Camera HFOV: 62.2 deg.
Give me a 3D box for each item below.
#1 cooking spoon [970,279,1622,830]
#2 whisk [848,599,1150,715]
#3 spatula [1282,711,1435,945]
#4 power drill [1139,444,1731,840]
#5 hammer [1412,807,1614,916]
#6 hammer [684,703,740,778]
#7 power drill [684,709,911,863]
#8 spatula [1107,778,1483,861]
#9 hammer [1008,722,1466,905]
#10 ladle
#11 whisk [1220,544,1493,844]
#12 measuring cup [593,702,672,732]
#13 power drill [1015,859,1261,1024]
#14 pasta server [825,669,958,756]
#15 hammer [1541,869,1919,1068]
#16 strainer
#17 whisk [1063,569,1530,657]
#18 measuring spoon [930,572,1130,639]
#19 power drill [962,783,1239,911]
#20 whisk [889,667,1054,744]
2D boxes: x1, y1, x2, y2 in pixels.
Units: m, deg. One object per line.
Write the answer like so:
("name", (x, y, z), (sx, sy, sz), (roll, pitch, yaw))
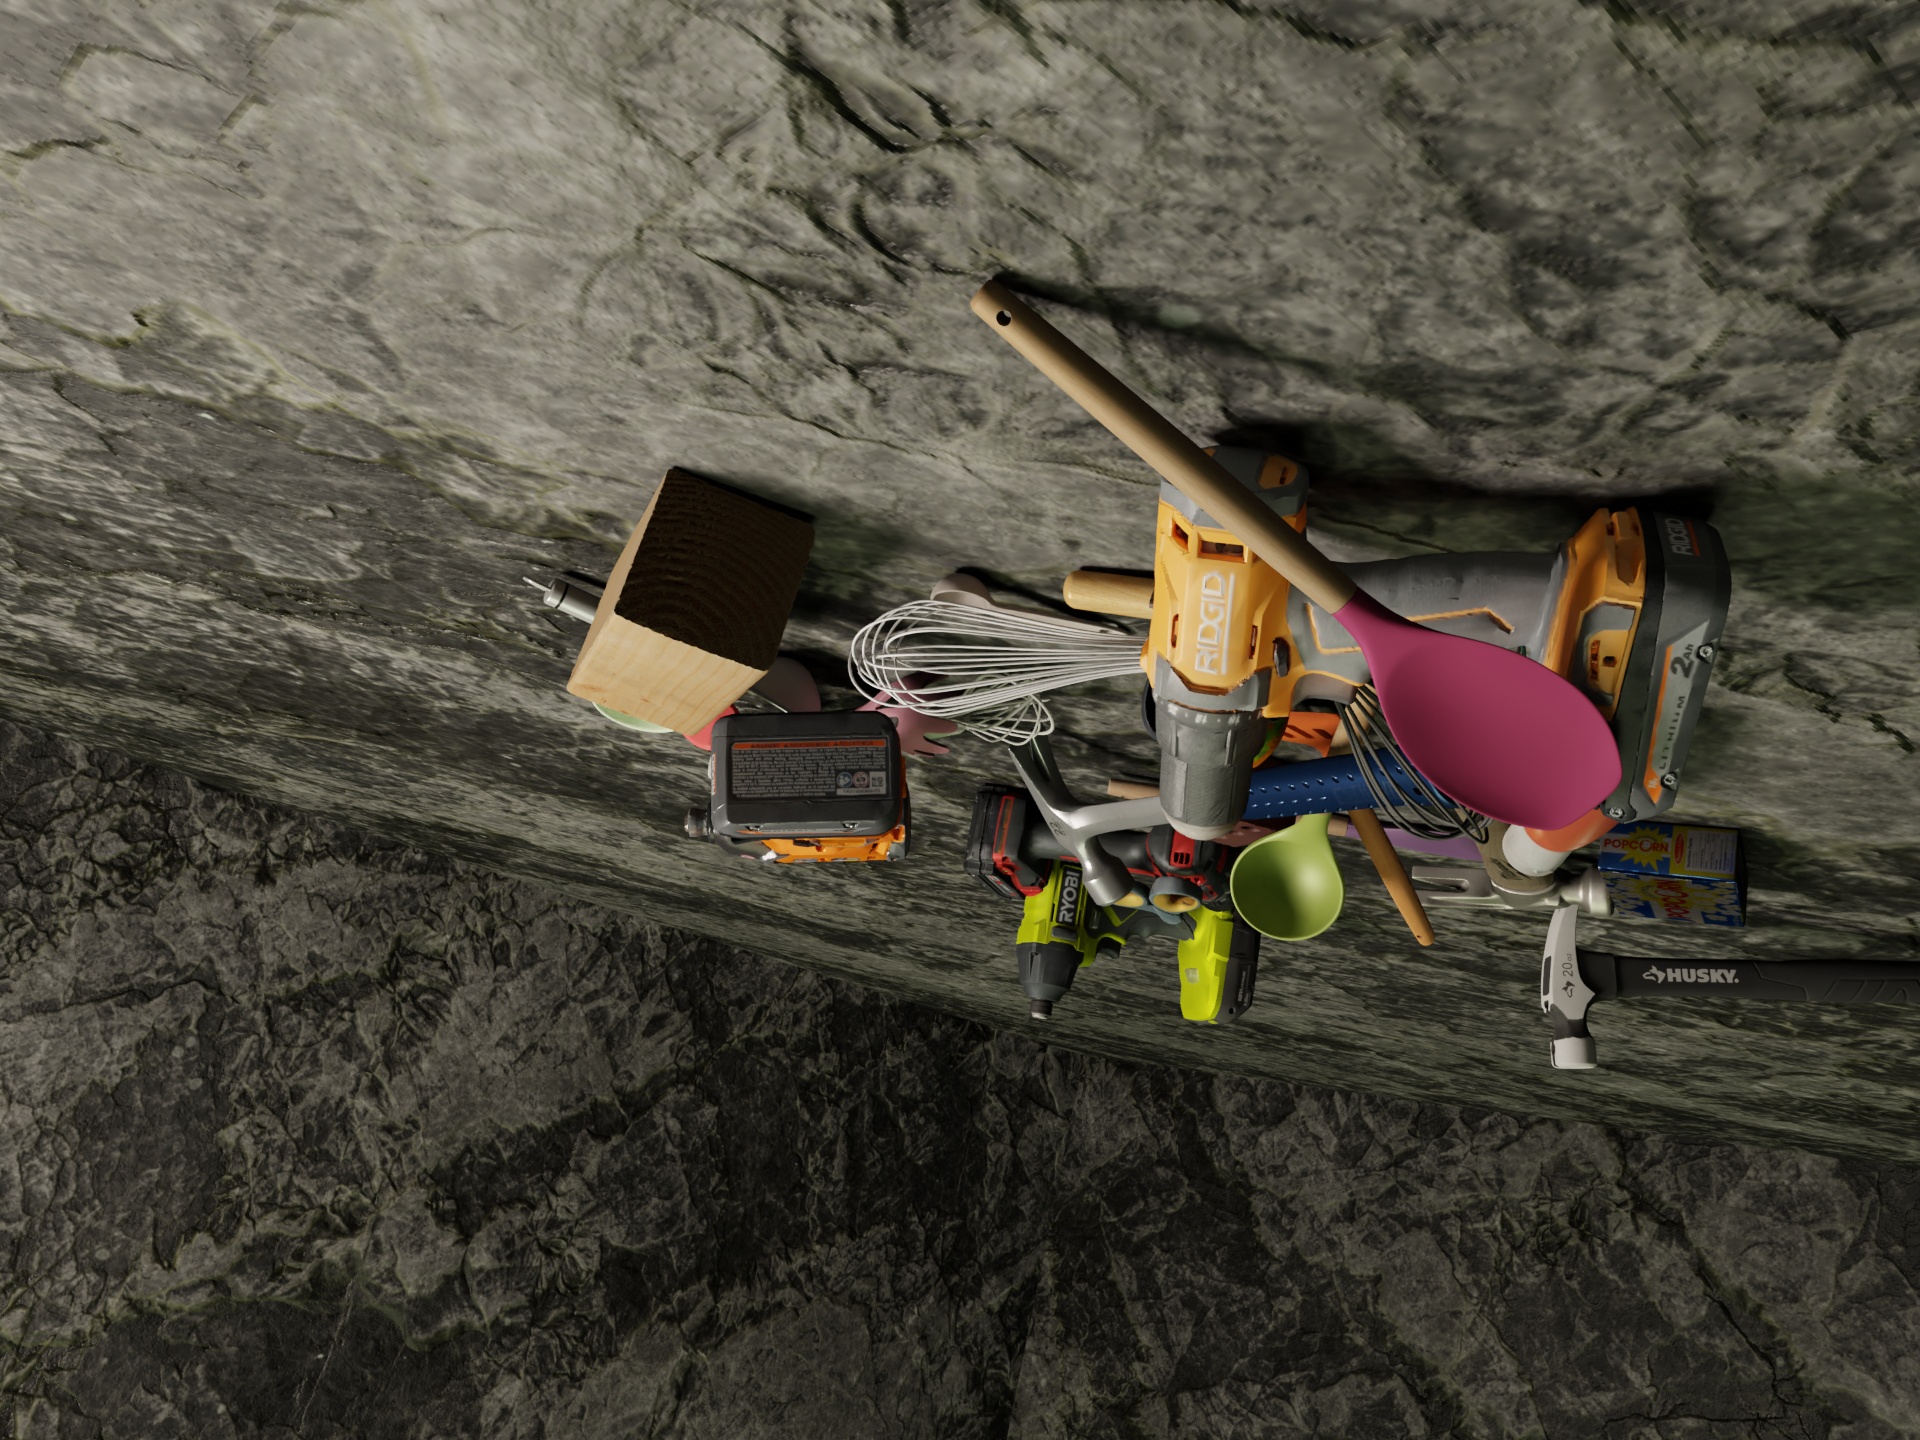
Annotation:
("cooking spoon", (0.130, -0.064, 0.619), (0.319, 0.017, 0.068), (39, 122, -7))
("whisk", (0.077, -0.035, 0.871), (0.284, 0.070, 0.070), (0, 162, 10))
("spatula", (0.272, 0.075, 1.082), (0.081, 0.041, 0.322), (1, 144, 36))
("power drill", (0.190, -0.016, 0.689), (0.226, 0.084, 0.185), (9, 121, 13))
("hammer", (0.334, 0.058, 1.041), (0.146, 0.038, 0.410), (-1, 158, 27))
("hammer", (-0.151, 0.029, 1.258), (0.143, 0.038, 0.386), (13, 173, 0))
("power drill", (-0.114, 0.055, 1.079), (0.164, 0.084, 0.226), (-1, 167, -3))
("spatula", (0.269, 0.076, 1.215), (0.316, 0.018, 0.059), (10, 163, 8))
("hammer", (0.162, 0.047, 1.006), (0.144, 0.035, 0.405), (57, 153, -9))
("ladle", (0.225, 0.050, 0.985), (0.078, 0.062, 0.320), (23, 153, 13))
("whisk", (0.181, -0.025, 0.757), (0.238, 0.055, 0.055), (47, 153, -18))
("measuring cup", (-0.231, -0.047, 1.182), (0.083, 0.038, 0.167), (13, 148, -7))
("power drill", (0.163, 0.209, 1.495), (0.223, 0.171, 0.080), (14, 165, -16))
("pasta server", (-0.084, 0.001, 1.192), (0.040, 0.060, 0.316), (1, 177, -24))
("hammer", (0.607, 0.188, 1.191), (0.335, 0.146, 0.035), (0, 164, 4))
("strainer", (-0.183, -0.046, 1.108), (0.258, 0.050, 0.087), (25, -179, -25))
("whisk", (0.169, -0.049, 0.812), (0.245, 0.051, 0.047), (10, 170, 24))
("measuring spoon", (0.042, -0.066, 0.917), (0.124, 0.018, 0.034), (11, 163, -19))
("power drill", (0.134, 0.121, 1.386), (0.227, 0.080, 0.187), (4, 162, 21))
("whisk", (-0.002, -0.004, 1.114), (0.059, 0.058, 0.246), (43, 159, -15))
